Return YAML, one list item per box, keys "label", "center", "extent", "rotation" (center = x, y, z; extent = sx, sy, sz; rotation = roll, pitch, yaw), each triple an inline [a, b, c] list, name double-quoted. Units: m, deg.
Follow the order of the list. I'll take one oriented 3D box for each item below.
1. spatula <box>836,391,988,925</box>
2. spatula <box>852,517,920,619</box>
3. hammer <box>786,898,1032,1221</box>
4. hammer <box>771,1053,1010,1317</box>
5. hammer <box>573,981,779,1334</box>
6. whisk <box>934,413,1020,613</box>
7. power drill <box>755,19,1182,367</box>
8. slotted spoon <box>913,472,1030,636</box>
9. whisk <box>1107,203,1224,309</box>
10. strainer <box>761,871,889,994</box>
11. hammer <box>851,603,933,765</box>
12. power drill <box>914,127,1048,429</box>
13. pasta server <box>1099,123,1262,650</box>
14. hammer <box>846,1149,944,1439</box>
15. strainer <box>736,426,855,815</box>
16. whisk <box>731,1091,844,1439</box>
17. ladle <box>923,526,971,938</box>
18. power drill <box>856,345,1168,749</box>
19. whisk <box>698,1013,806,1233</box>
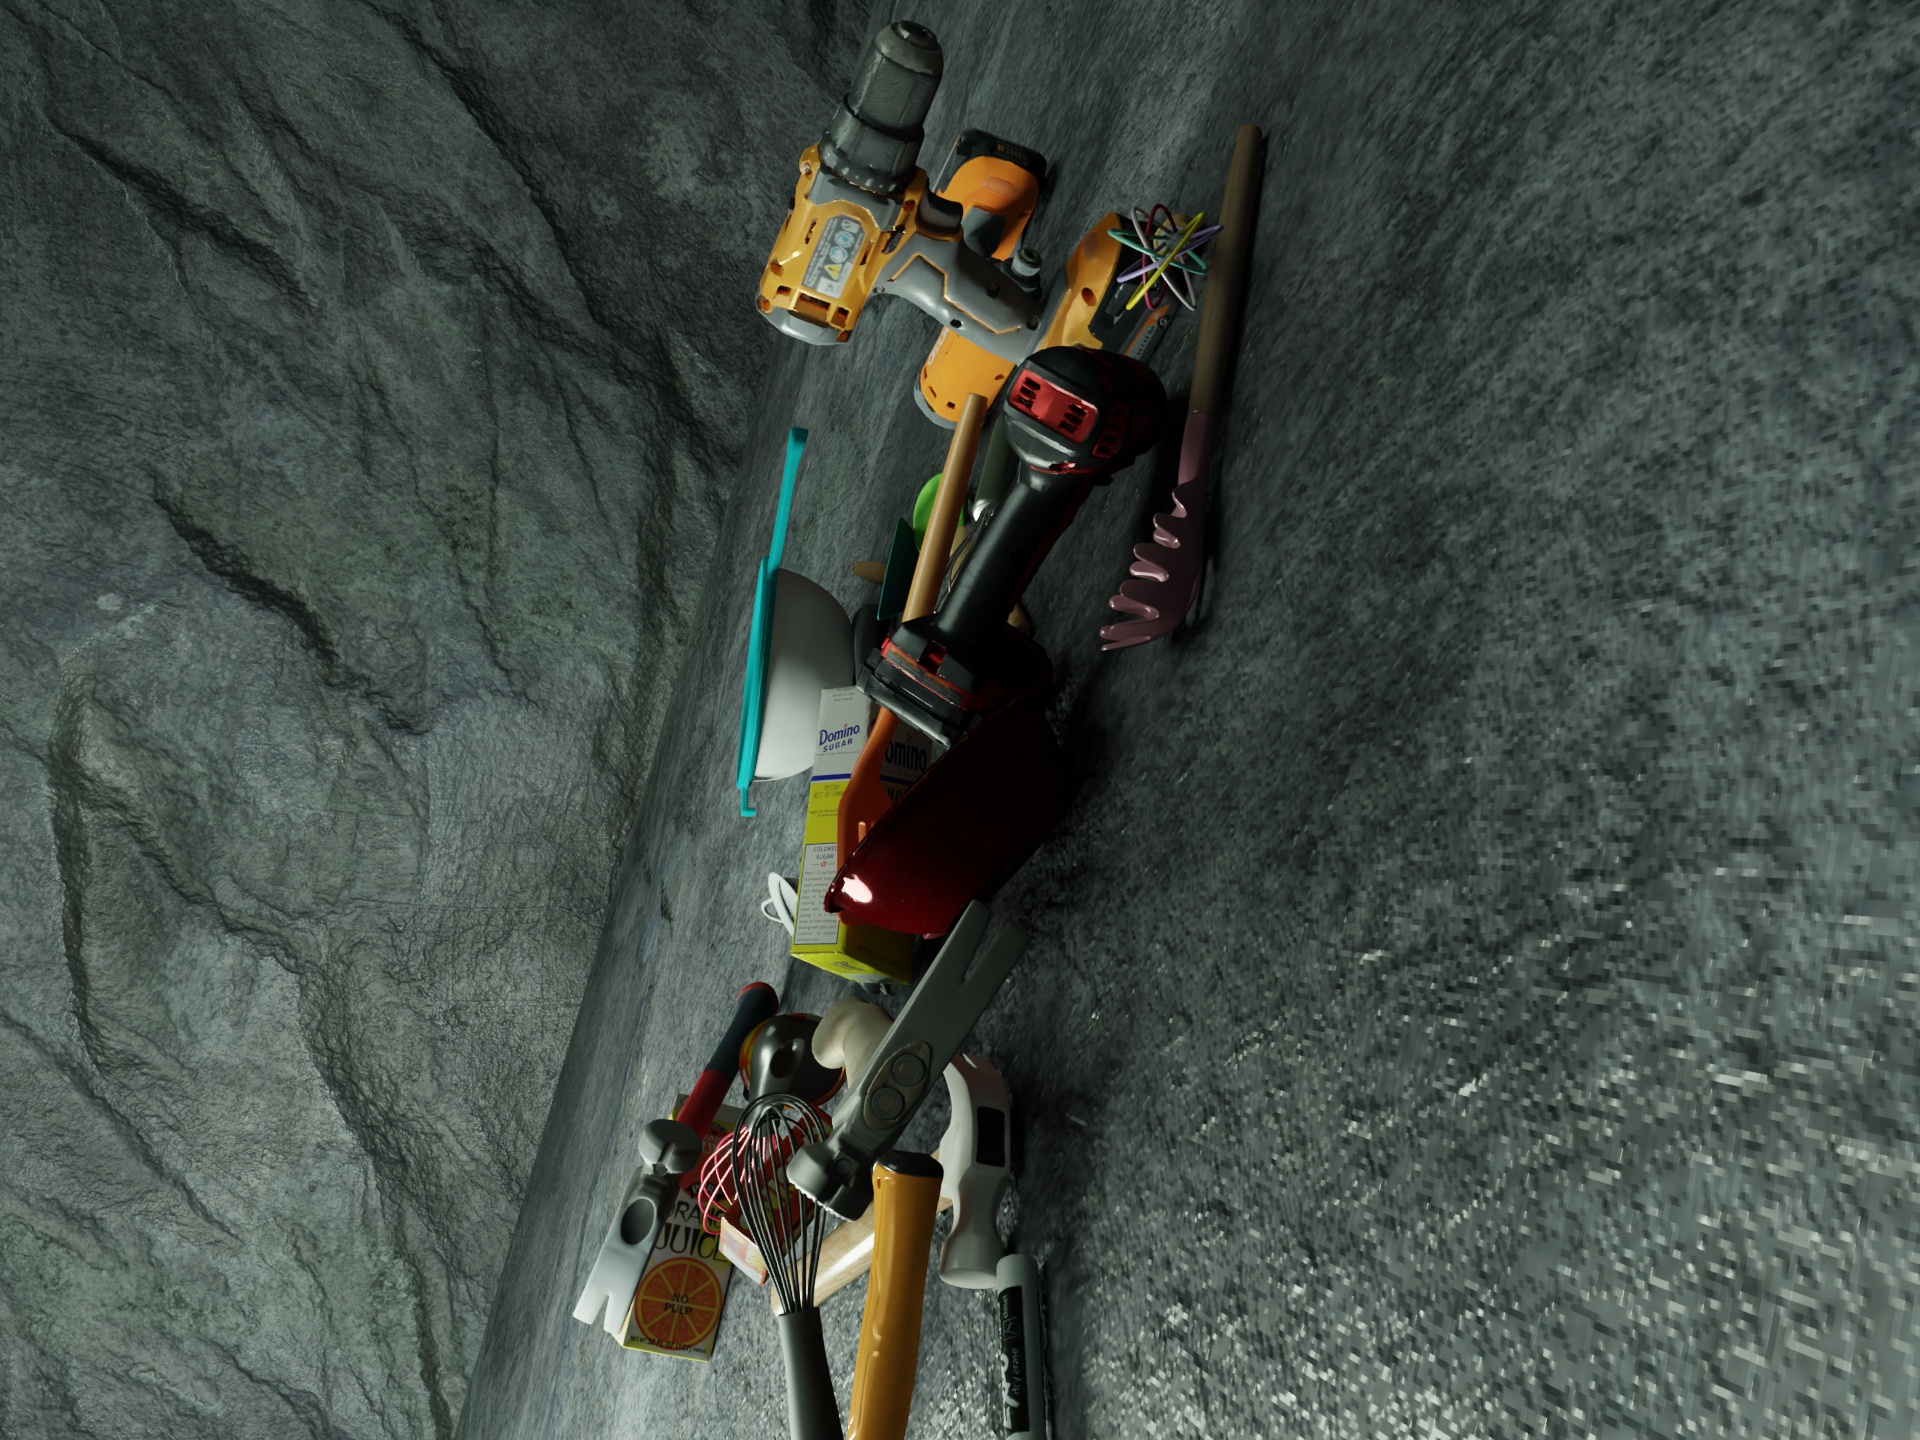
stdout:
- label: "spatula"
  center: [-0.024, -0.035, 0.955]
  extent: [0.041, 0.081, 0.322]
  rotation: [21, 101, 30]
- label: "spatula"
  center: [-0.073, -0.133, 1.397]
  extent: [0.317, 0.044, 0.082]
  rotation: [-154, 76, -75]
- label: "hammer"
  center: [-0.045, 0.170, 0.880]
  extent: [0.146, 0.038, 0.410]
  rotation: [-56, 2, -10]
- label: "hammer"
  center: [-0.047, 0.283, 0.894]
  extent: [0.331, 0.031, 0.130]
  rotation: [127, 155, -51]
- label: "hammer"
  center: [-0.192, 0.291, 1.171]
  extent: [0.386, 0.038, 0.143]
  rotation: [-69, 2, -80]
- label: "whisk"
  center: [0.020, -0.133, 1.059]
  extent: [0.247, 0.059, 0.057]
  rotation: [-77, -23, -45]
- label: "power drill"
  center: [0.014, -0.279, 0.917]
  extent: [0.084, 0.226, 0.185]
  rotation: [-91, 24, -48]
- label: "slotted spoon"
  center: [0.009, -0.114, 1.134]
  extent: [0.314, 0.031, 0.070]
  rotation: [-116, 45, -65]
- label: "whisk"
  center: [0.105, -0.241, 0.811]
  extent: [0.245, 0.051, 0.047]
  rotation: [-65, -13, -68]
- label: "strainer"
  center: [-0.093, 0.159, 1.164]
  extent: [0.086, 0.050, 0.258]
  rotation: [66, 164, -16]
- label: "hammer"
  center: [-0.069, 0.007, 1.254]
  extent: [0.335, 0.035, 0.146]
  rotation: [-98, 30, -57]
- label: "power drill"
  center: [0.021, -0.363, 1.261]
  extent: [0.164, 0.084, 0.227]
  rotation: [127, 150, -50]
- label: "pasta server"
  center: [0.119, -0.177, 0.806]
  extent: [0.060, 0.040, 0.316]
  rotation: [106, 176, -69]
- label: "hammer"
  center: [-0.044, 0.369, 0.724]
  extent: [0.127, 0.034, 0.337]
  rotation: [166, 113, -73]
- label: "strainer"
  center: [-0.132, -0.092, 1.397]
  extent: [0.211, 0.095, 0.340]
  rotation: [-99, 19, -58]
- label: "whisk"
  center: [-0.085, 0.323, 0.865]
  extent: [0.055, 0.055, 0.239]
  rotation: [139, 124, -62]
- label: "ladle"
  center: [-0.002, -0.003, 1.012]
  extent: [0.069, 0.031, 0.316]
  rotation: [121, 156, -51]
- label: "power drill"
  center: [0.040, -0.097, 0.860]
  extent: [0.143, 0.078, 0.219]
  rotation: [-22, -38, -63]
- label: "whisk"
  center: [-0.133, 0.273, 1.052]
  extent: [0.295, 0.073, 0.073]
  rotation: [107, 170, -48]
